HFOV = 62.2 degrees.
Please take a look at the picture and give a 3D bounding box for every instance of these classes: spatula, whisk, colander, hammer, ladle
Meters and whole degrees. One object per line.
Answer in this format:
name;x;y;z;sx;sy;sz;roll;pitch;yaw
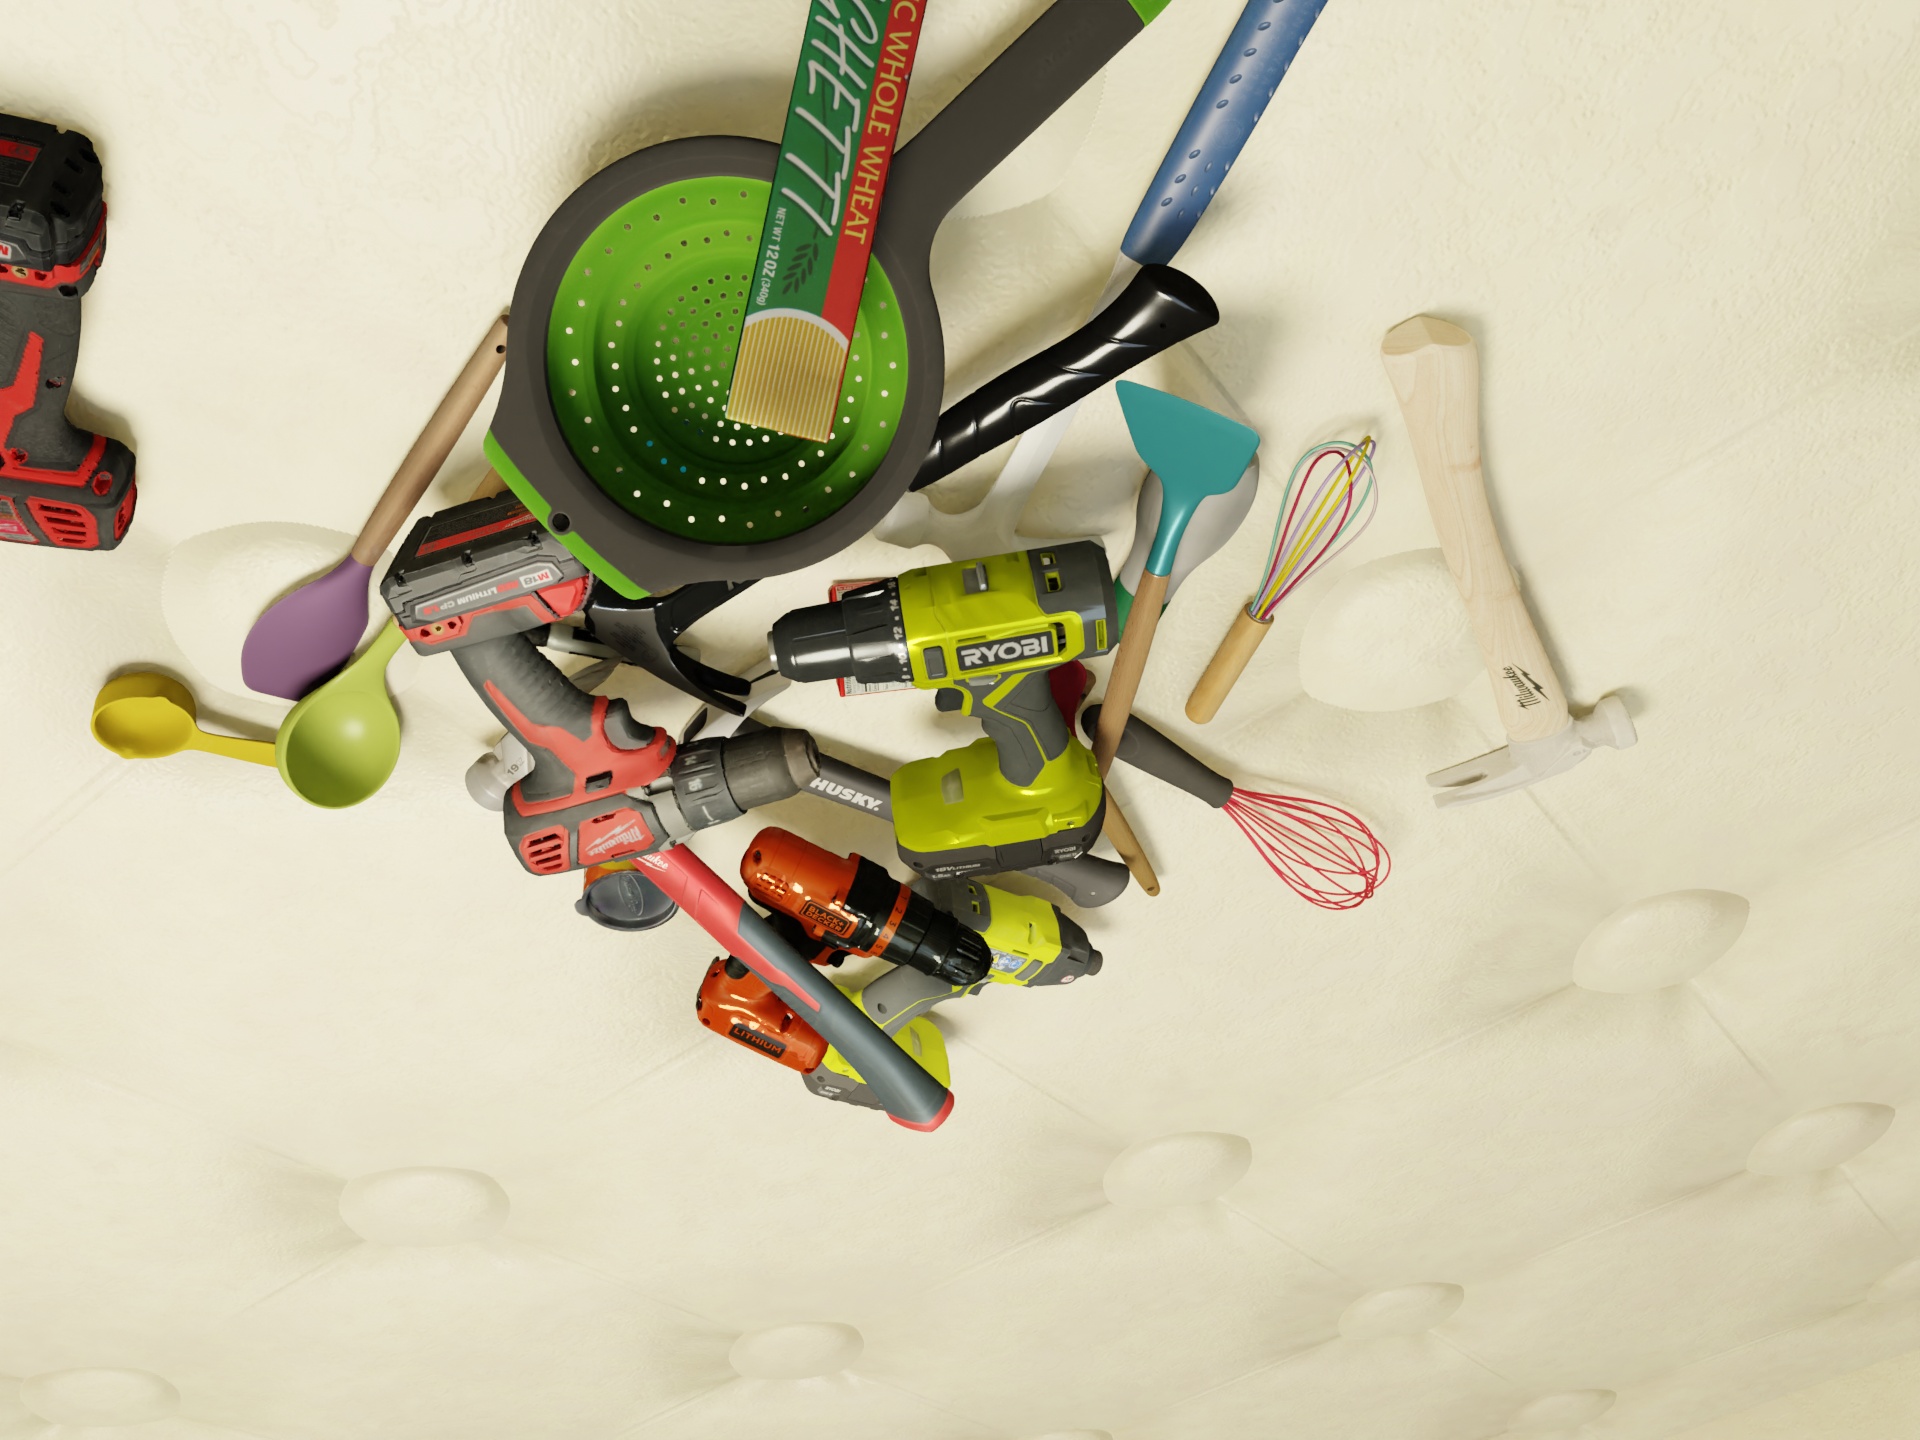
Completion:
spatula;0.105;-0.065;0.941;0.082;0.044;0.317;25;136;14
whisk;0.200;0.061;1.137;0.295;0.073;0.073;30;124;-26
colander;-0.051;-0.231;0.777;0.397;0.094;0.204;-42;103;6
hammer;0.095;-0.232;0.834;0.144;0.035;0.405;14;131;-22
hammer;-0.134;0.127;1.029;0.143;0.038;0.386;-37;106;29
ladle;-0.306;-0.065;0.920;0.320;0.062;0.078;-46;152;27
hammer;-0.042;-0.125;0.870;0.409;0.036;0.149;-27;127;27
hammer;0.328;-0.086;1.022;0.146;0.038;0.410;-23;134;15
whisk;0.195;-0.081;1.000;0.051;0.047;0.244;7;137;-18
spatula;-0.328;-0.110;0.895;0.059;0.018;0.316;18;130;-38
hammer;-0.027;0.059;1.087;0.334;0.035;0.146;22;128;-22
ladle;0.089;0.042;1.092;0.069;0.031;0.315;-20;139;12

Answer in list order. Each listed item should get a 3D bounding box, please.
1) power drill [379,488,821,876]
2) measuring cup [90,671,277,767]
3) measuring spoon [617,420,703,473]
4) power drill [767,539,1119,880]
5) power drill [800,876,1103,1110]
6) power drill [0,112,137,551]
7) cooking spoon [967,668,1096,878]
power drill;-0.196;-0.020;0.889;0.188;0.080;0.226;-15;123;7
measuring cup;-0.457;0.006;0.993;0.156;0.029;0.062;17;131;-40
measuring spoon;-0.195;-0.138;0.896;0.128;0.021;0.042;-22;147;25
power drill;-0.001;-0.003;0.938;0.190;0.080;0.228;-10;140;1
power drill;-0.011;0.211;1.222;0.171;0.080;0.223;22;128;-32
power drill;-0.480;-0.178;0.763;0.143;0.079;0.219;8;136;-17
cooking spoon;0.016;0.076;1.143;0.068;0.017;0.318;12;132;-25
